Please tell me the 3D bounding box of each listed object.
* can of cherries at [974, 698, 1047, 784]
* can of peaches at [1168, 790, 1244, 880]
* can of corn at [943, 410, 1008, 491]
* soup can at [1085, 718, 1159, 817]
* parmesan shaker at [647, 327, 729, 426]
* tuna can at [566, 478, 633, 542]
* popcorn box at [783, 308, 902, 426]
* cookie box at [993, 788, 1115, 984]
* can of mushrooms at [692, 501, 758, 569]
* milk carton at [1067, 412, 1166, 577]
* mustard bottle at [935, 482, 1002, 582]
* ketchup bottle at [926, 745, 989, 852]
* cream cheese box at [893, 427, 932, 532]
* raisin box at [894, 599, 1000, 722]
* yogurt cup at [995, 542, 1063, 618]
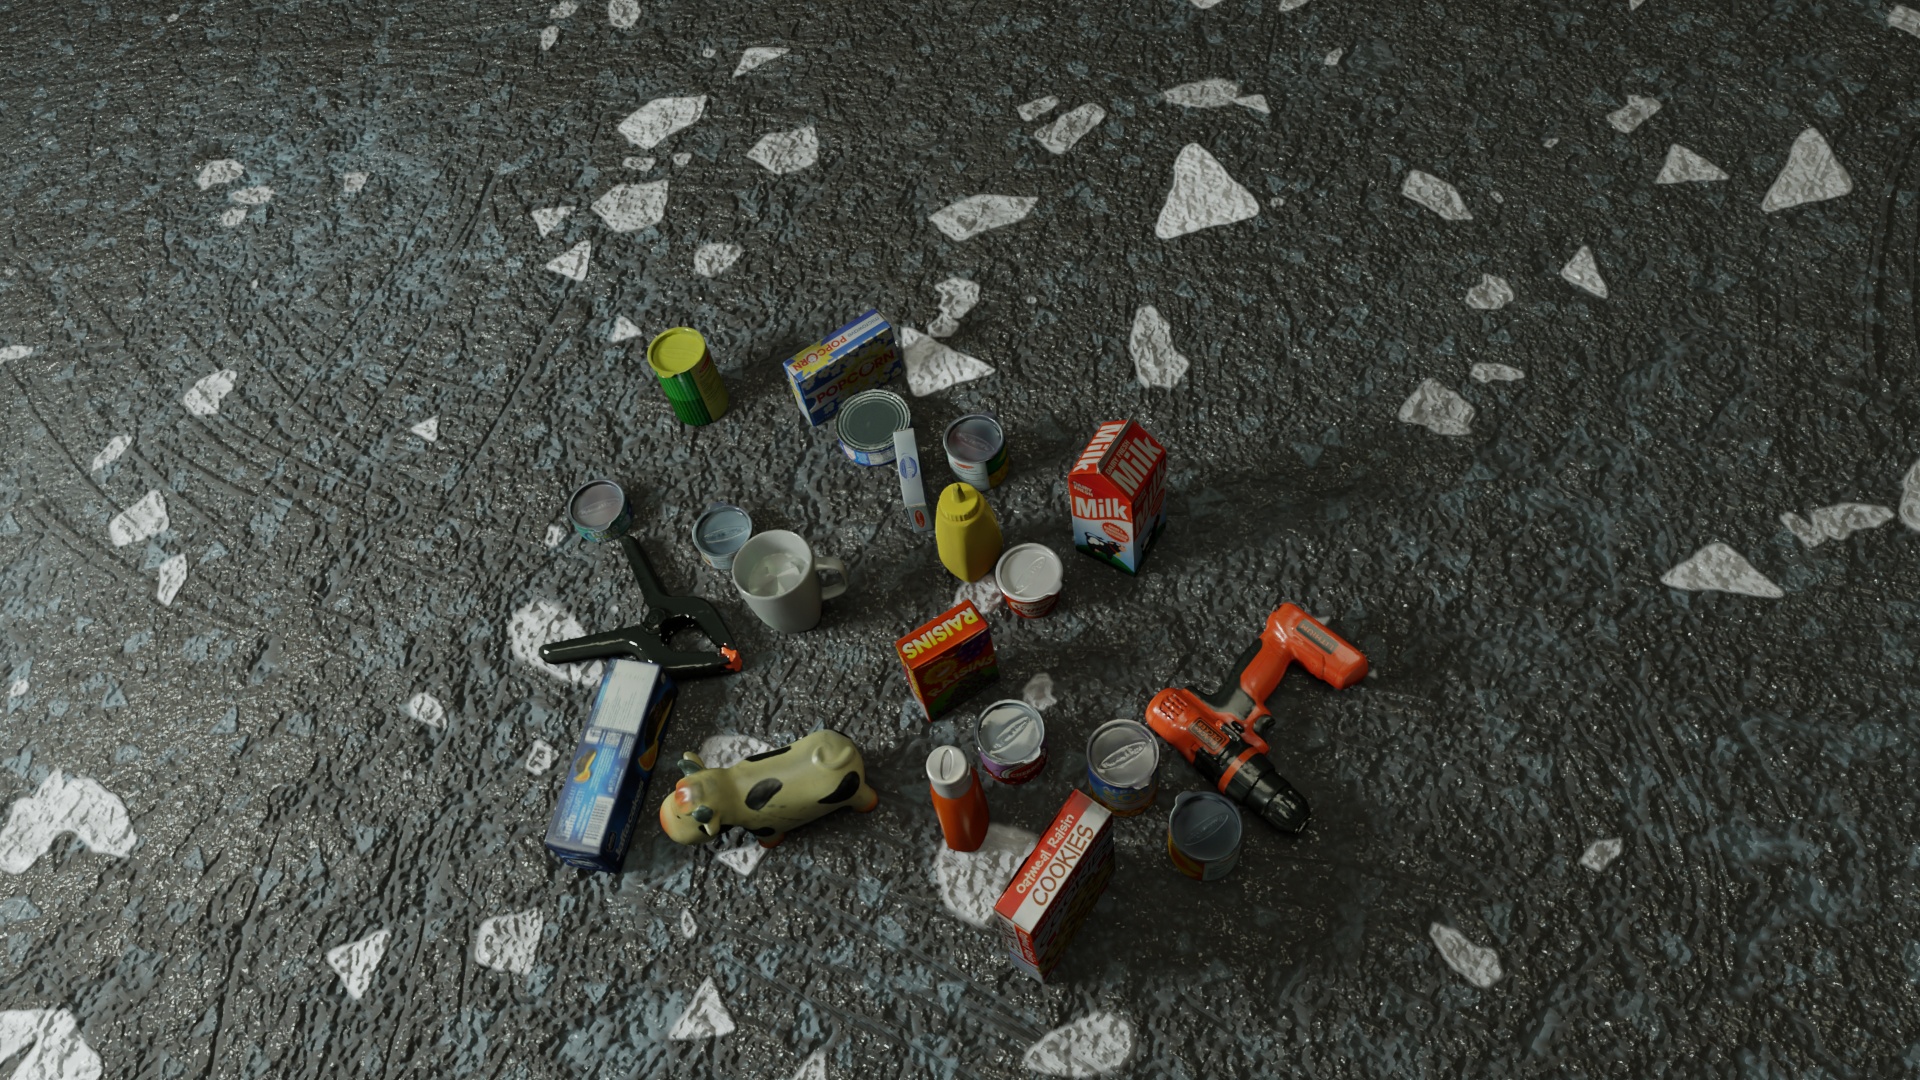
[{"bbox_3d":[0.050,0.195,1.328,0.071,0.058,0.072,-3,58,6],"label":"can of cherries"},{"bbox_3d":[0.221,0.267,1.262,0.071,0.057,0.071,-3,58,6],"label":"can of peaches"},{"bbox_3d":[0.019,-0.097,1.512,0.071,0.058,0.071,-3,58,6],"label":"can of corn"},{"bbox_3d":[0.152,0.215,1.288,0.071,0.083,0.071,-3,59,6],"label":"soup can"},{"bbox_3d":[-0.310,-0.183,1.582,0.071,0.102,0.071,-3,59,6],"label":"parmesan shaker"},{"bbox_3d":[-0.399,-0.031,1.541,0.071,0.032,0.071,-3,58,6],"label":"tuna can"},{"bbox_3d":[-0.132,-0.196,1.577,0.127,0.085,0.038,-33,60,-13],"label":"popcorn box"},{"bbox_3d":[0.084,0.300,1.196,0.040,0.166,0.123,29,67,22],"label":"cookie box"},{"bbox_3d":[-0.254,-0.005,1.506,0.071,0.033,0.071,-3,58,6],"label":"can of mushrooms"},{"bbox_3d":[0.157,-0.048,1.386,0.073,0.189,0.072,26,66,21],"label":"milk carton"},{"bbox_3d":[0.005,-0.018,1.405,0.049,0.159,0.065,36,70,25],"label":"mustard bottle"},{"bbox_3d":[-0.002,0.231,1.260,0.043,0.148,0.065,1,59,9],"label":"ketchup bottle"},{"bbox_3d":[-0.052,-0.065,1.504,0.024,0.053,0.104,-11,58,1],"label":"cream cheese box"},{"bbox_3d":[-0.011,0.118,1.345,0.086,0.123,0.040,-30,60,-10],"label":"raisin box"},{"bbox_3d":[0.072,0.044,1.421,0.072,0.053,0.073,-3,58,6],"label":"yogurt cup"}]
